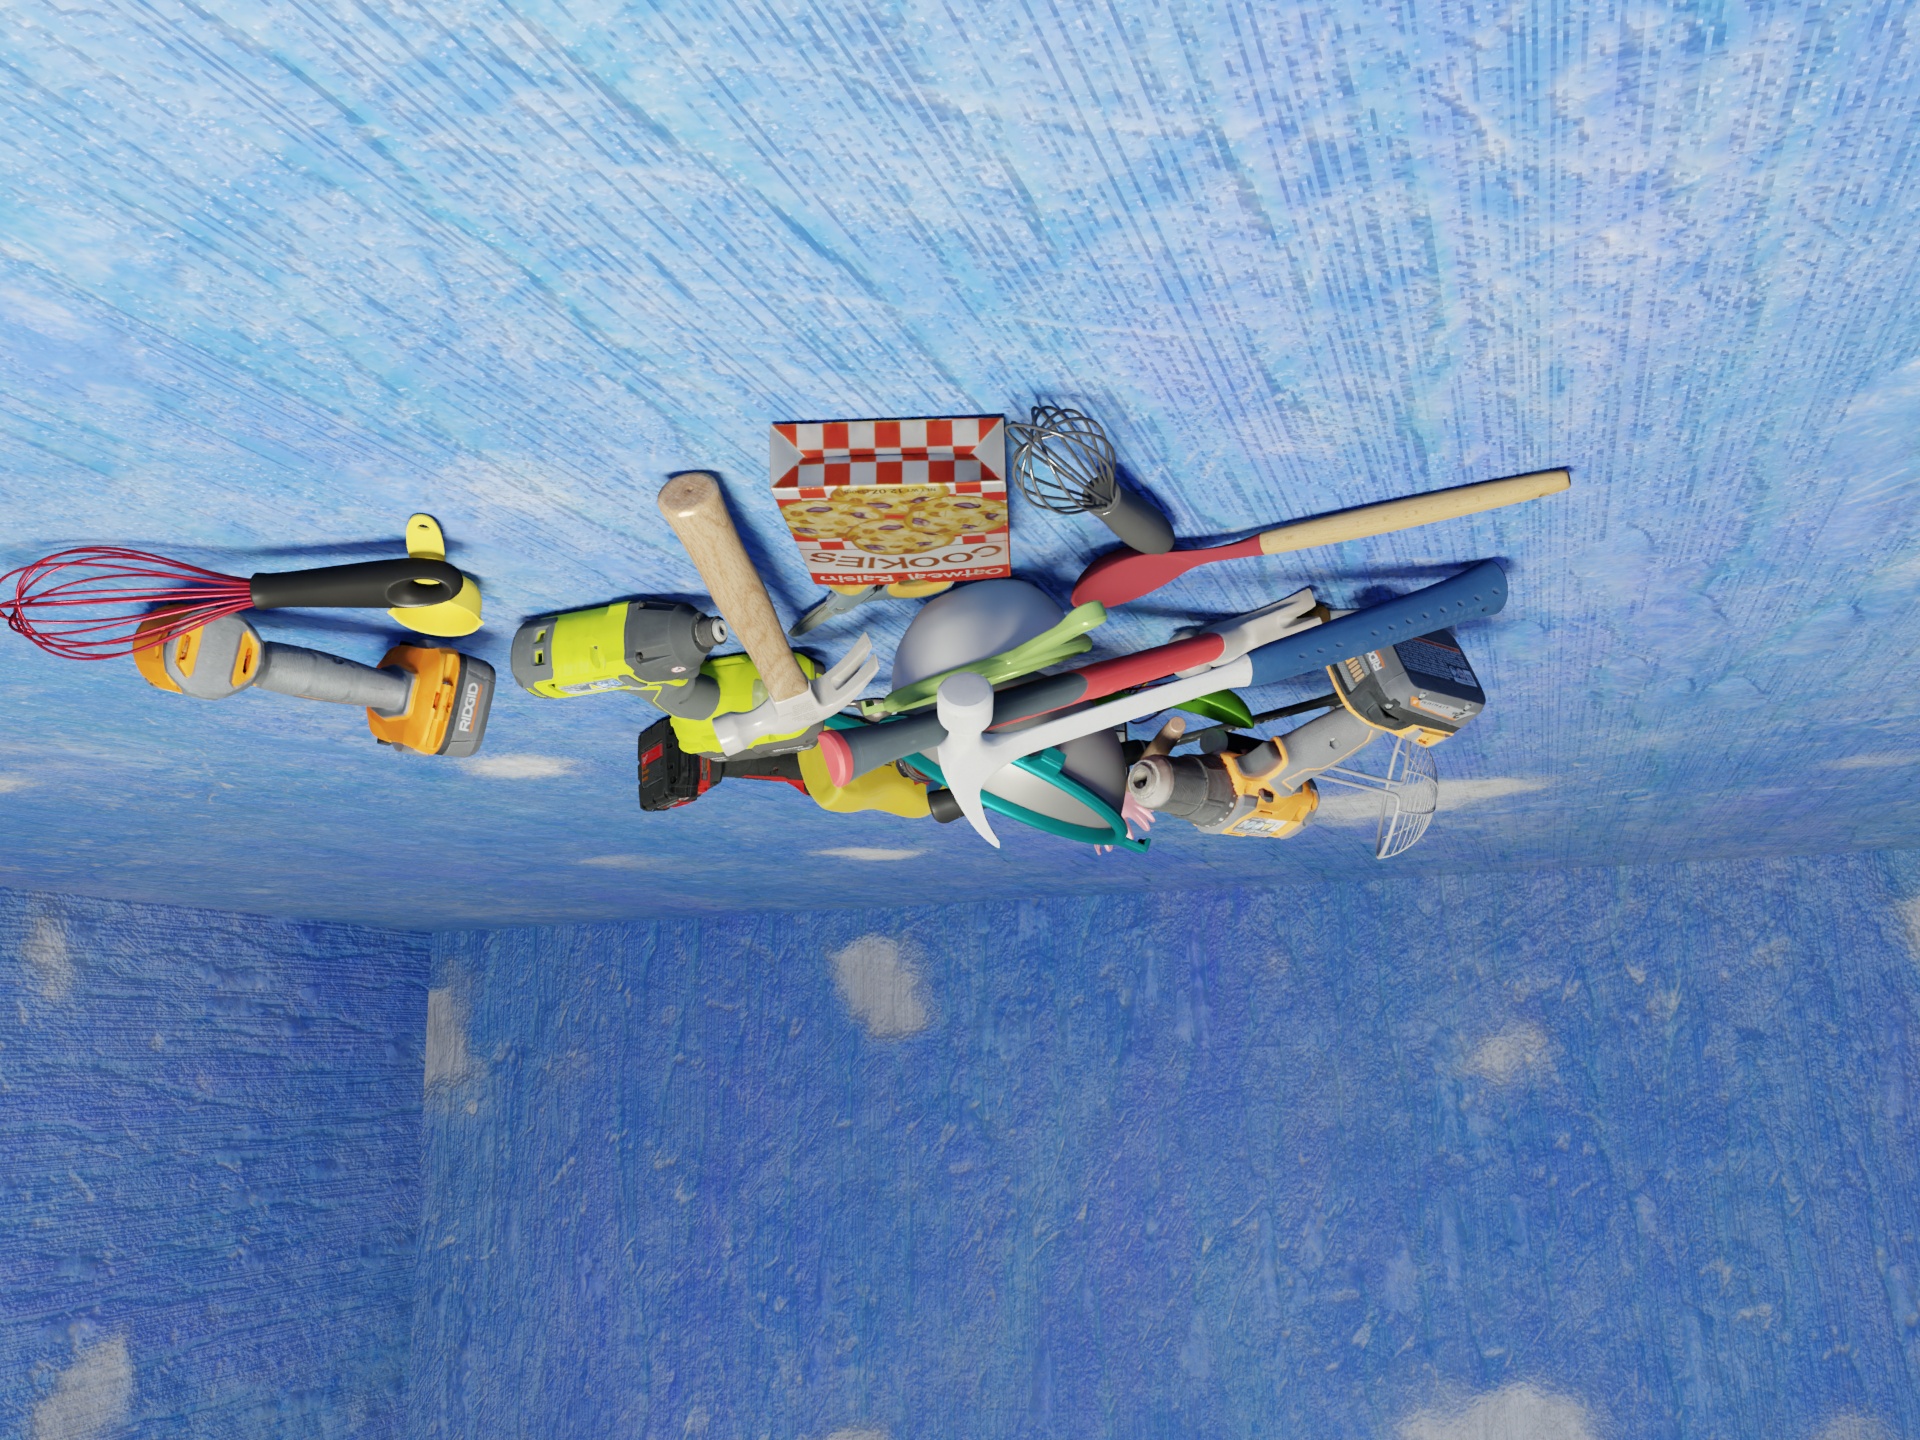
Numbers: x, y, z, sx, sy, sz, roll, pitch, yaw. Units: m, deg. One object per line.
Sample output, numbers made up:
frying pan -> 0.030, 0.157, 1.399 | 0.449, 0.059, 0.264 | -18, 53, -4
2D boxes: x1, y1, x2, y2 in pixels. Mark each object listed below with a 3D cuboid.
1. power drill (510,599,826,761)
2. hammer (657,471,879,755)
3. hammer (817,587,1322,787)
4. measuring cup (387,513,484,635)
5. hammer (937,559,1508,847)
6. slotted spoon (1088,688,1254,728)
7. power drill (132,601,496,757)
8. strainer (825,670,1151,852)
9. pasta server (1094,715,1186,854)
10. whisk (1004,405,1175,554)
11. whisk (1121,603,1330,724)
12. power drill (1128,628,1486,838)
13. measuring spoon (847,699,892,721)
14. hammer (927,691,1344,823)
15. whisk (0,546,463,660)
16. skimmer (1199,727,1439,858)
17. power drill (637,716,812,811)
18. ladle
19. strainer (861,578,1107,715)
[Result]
power drill -> -0.203, -0.033, 1.209 | 0.171, 0.080, 0.223 | -7, 163, 26
hammer -> -0.132, -0.067, 1.035 | 0.130, 0.031, 0.331 | -21, 157, -3
hammer -> 0.076, -0.023, 1.079 | 0.386, 0.038, 0.143 | -17, 178, -36
measuring cup -> -0.338, -0.100, 1.021 | 0.062, 0.029, 0.156 | 6, 155, -12
hammer -> 0.176, -0.026, 1.041 | 0.405, 0.035, 0.144 | -18, 140, -14
slotted spoon -> 0.088, -0.021, 1.299 | 0.314, 0.031, 0.070 | 4, 166, 27
power drill -> -0.474, -0.034, 1.149 | 0.226, 0.084, 0.164 | 15, 175, -40
strainer -> -0.002, -0.004, 1.278 | 0.341, 0.095, 0.210 | 18, 166, 34
pasta server -> 0.153, 0.054, 1.332 | 0.060, 0.040, 0.316 | -25, 167, -12
whisk -> 0.082, -0.125, 0.884 | 0.055, 0.055, 0.238 | -6, 171, 22
whisk -> 0.204, -0.050, 1.269 | 0.047, 0.051, 0.245 | -18, 175, -35
power drill -> 0.247, 0.012, 1.178 | 0.185, 0.084, 0.226 | 10, 141, -41
measuring spoon -> -0.122, -0.008, 1.460 | 0.124, 0.018, 0.034 | 0, 168, -1
hammer -> 0.171, 0.023, 1.372 | 0.409, 0.036, 0.149 | -15, 167, -2
whisk -> -0.456, -0.079, 0.991 | 0.296, 0.073, 0.073 | -3, 168, 3
skimmer -> 0.311, 0.045, 1.400 | 0.363, 0.127, 0.090 | 13, 178, -41
power drill -> -0.202, 0.047, 1.582 | 0.219, 0.078, 0.143 | 2, 168, -27
ladle -> 0.212, -0.114, 0.985 | 0.315, 0.031, 0.069 | -10, 167, 29
strainer -> 0.028, -0.066, 1.046 | 0.151, 0.069, 0.256 | -17, 177, -21
